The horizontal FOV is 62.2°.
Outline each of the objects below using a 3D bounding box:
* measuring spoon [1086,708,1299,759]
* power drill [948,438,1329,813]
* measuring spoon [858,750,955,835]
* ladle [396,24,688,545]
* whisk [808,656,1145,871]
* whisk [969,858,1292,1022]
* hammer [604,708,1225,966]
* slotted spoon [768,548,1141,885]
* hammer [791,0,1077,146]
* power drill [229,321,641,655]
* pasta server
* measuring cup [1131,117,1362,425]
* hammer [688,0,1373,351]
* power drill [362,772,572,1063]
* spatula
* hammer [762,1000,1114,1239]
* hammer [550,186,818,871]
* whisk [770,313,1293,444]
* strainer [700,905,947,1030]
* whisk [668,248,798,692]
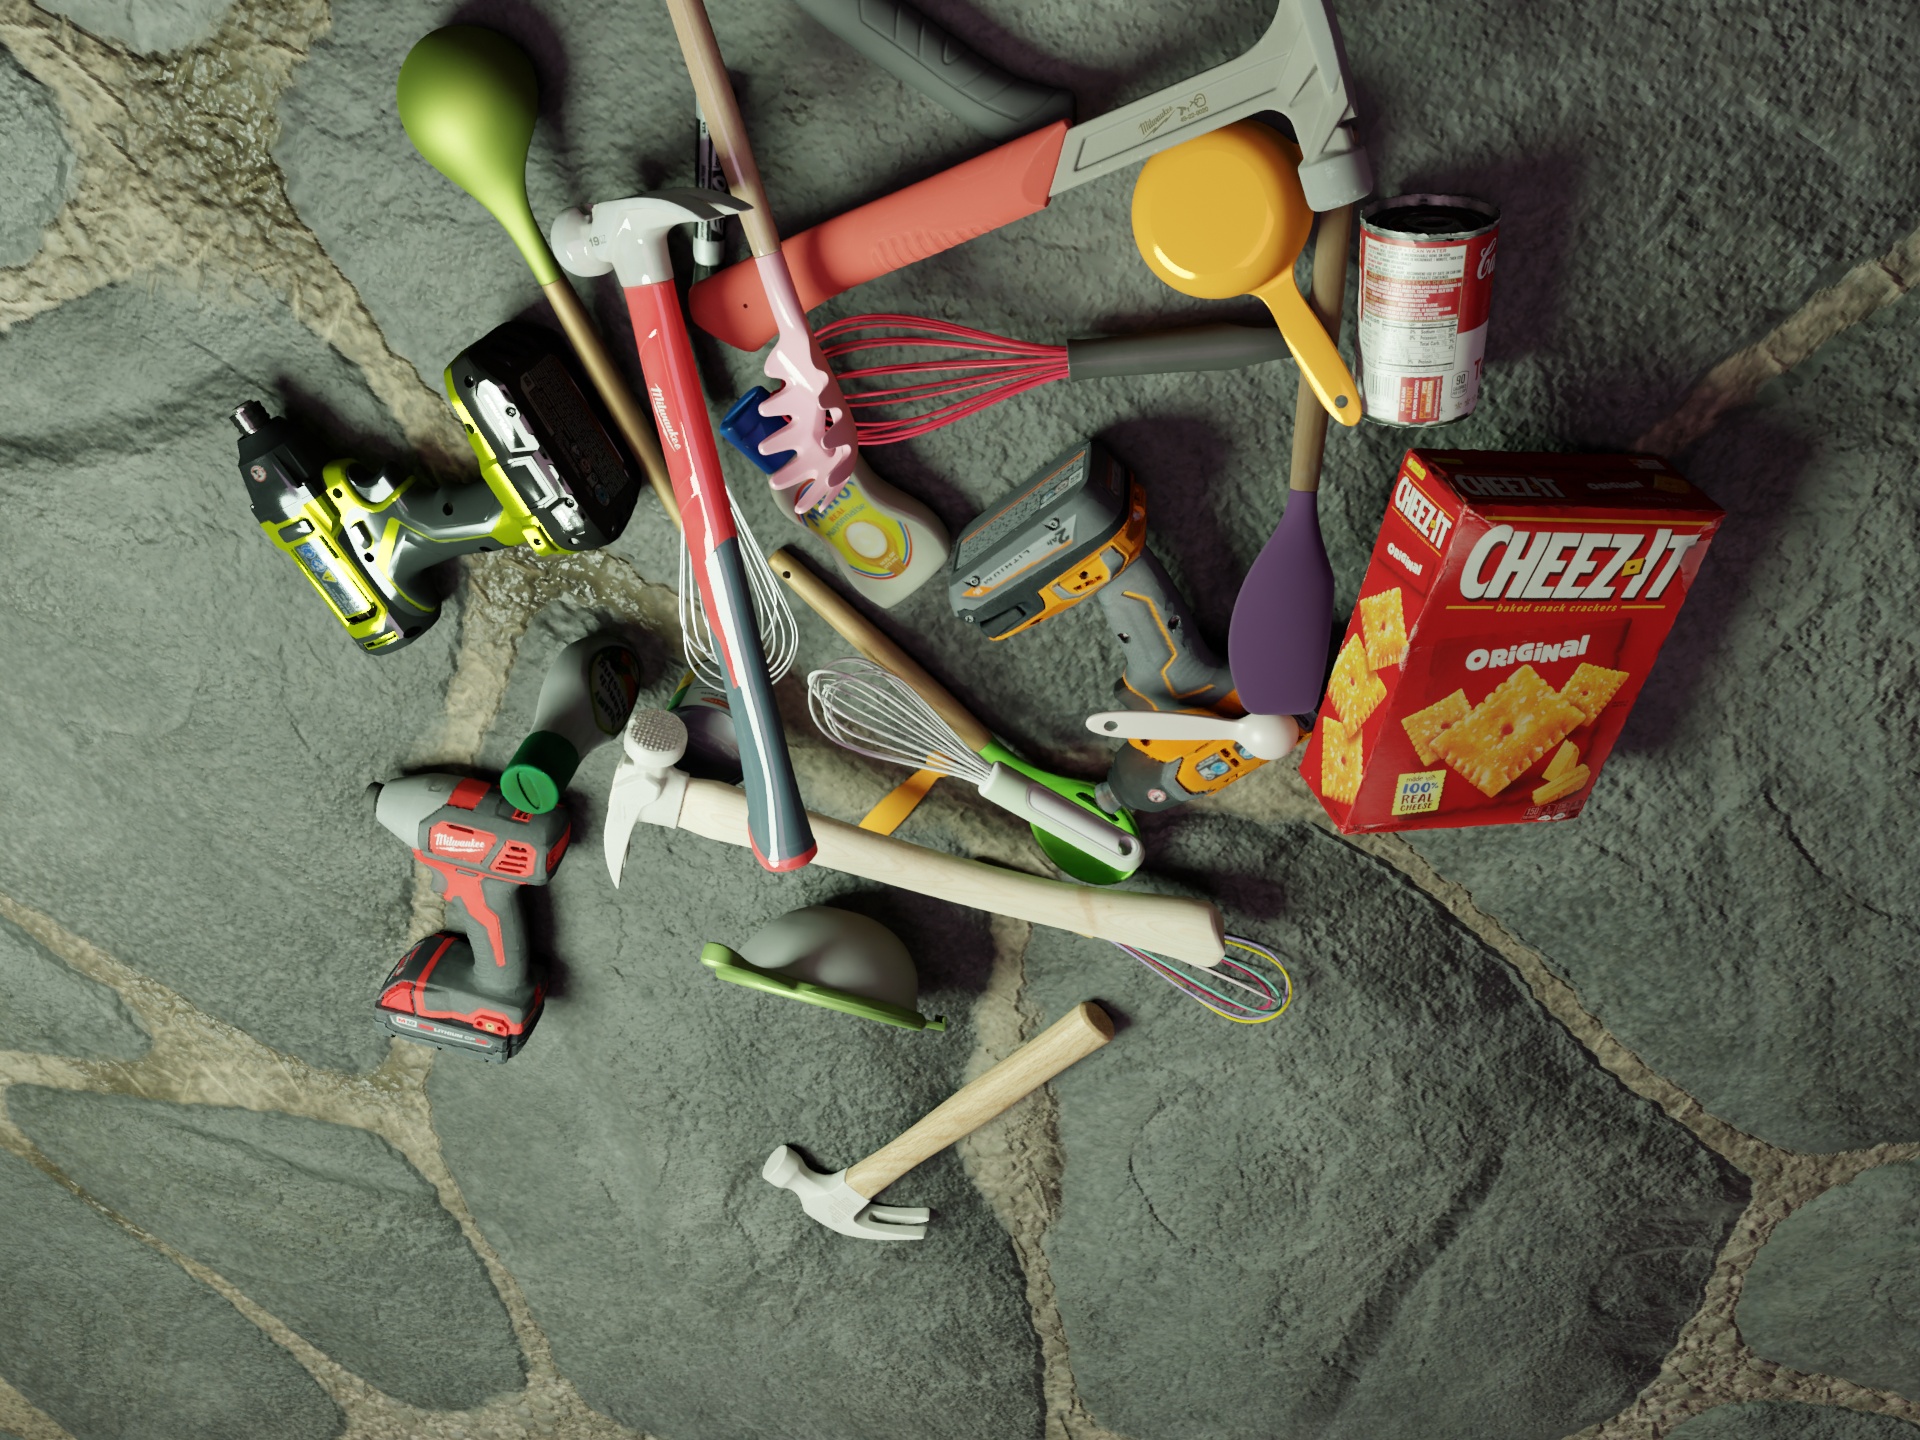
[{"bbox_3d":[0.135,0.009,0.925,0.124,0.018,0.034,3,130,2],"label":"measuring spoon"},{"bbox_3d":[0.096,-0.039,0.951,0.164,0.084,0.226,-34,116,28],"label":"power drill"},{"bbox_3d":[-0.041,0.058,1.073,0.021,0.011,0.117,36,128,-11],"label":"measuring spoon"},{"bbox_3d":[-0.217,-0.234,0.908,0.078,0.062,0.319,-14,127,16],"label":"ladle"},{"bbox_3d":[0.012,0.031,1.001,0.246,0.058,0.059,29,155,-12],"label":"whisk"},{"bbox_3d":[0.113,0.152,1.096,0.245,0.051,0.047,22,130,0],"label":"whisk"},{"bbox_3d":[-0.026,0.103,1.040,0.410,0.038,0.146,16,134,-8],"label":"hammer"},{"bbox_3d":[-0.002,-0.003,1.024,0.313,0.031,0.070,41,121,-15],"label":"slotted spoon"},{"bbox_3d":[-0.085,-0.369,0.790,0.334,0.035,0.146,31,123,-11],"label":"hammer"},{"bbox_3d":[-0.323,-0.145,0.960,0.223,0.080,0.171,-17,119,24],"label":"power drill"},{"bbox_3d":[-0.111,-0.259,0.798,0.060,0.040,0.316,8,122,50],"label":"pasta server"},{"bbox_3d":[0.152,-0.221,0.803,0.095,0.052,0.173,-30,94,29],"label":"measuring cup"},{"bbox_3d":[0.011,-0.272,0.788,0.359,0.037,0.149,-13,111,27],"label":"hammer"},{"bbox_3d":[-0.364,0.136,1.155,0.143,0.079,0.219,15,122,0],"label":"power drill"},{"bbox_3d":[0.185,-0.150,0.855,0.059,0.018,0.315,0,111,-8],"label":"spatula"},{"bbox_3d":[-0.005,0.311,1.230,0.130,0.031,0.331,40,121,-16],"label":"hammer"},{"bbox_3d":[-0.125,-0.090,0.873,0.143,0.038,0.386,12,121,46],"label":"hammer"},{"bbox_3d":[0.040,-0.195,0.870,0.296,0.073,0.073,-4,123,7],"label":"whisk"},{"bbox_3d":[-0.105,0.152,1.063,0.151,0.069,0.256,11,167,20],"label":"strainer"},{"bbox_3d":[-0.151,-0.146,0.935,0.070,0.070,0.284,-4,114,13],"label":"whisk"}]
